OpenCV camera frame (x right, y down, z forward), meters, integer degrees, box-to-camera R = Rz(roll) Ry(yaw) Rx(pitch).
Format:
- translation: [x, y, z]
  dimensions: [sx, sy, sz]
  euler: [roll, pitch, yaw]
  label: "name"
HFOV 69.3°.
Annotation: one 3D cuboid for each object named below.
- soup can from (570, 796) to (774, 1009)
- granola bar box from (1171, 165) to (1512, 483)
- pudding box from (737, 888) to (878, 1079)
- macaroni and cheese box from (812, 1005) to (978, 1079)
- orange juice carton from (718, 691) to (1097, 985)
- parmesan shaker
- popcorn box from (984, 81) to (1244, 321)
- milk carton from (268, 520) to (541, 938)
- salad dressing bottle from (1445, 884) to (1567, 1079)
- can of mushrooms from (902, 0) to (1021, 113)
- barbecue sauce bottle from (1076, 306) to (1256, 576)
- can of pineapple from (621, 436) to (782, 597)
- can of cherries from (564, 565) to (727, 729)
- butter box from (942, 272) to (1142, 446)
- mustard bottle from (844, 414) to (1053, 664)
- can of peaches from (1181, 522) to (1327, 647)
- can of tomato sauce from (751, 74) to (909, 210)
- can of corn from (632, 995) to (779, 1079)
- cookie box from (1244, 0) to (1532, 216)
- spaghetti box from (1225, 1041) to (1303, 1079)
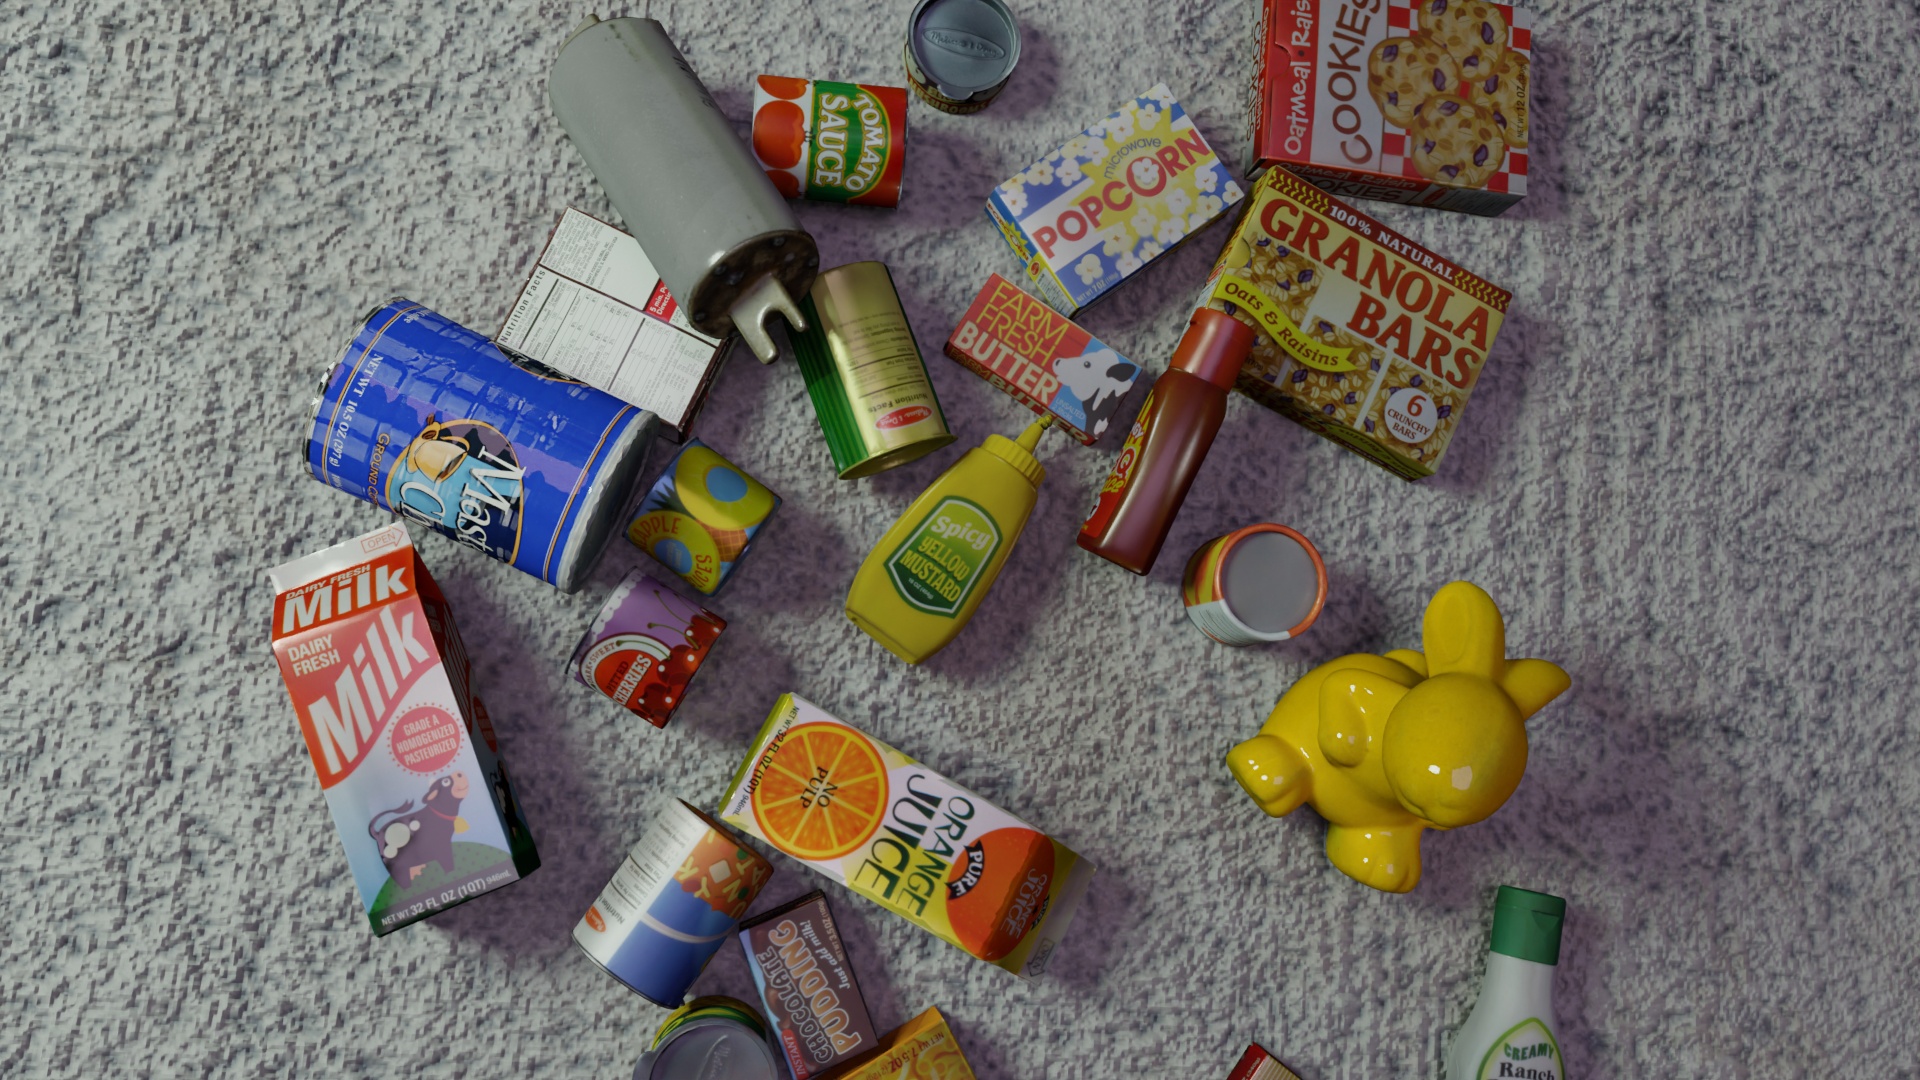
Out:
- translation: [-0.143, 0.185, 0.707]
  dimensions: [0.071, 0.071, 0.084]
  euler: [37, 78, -3]
  label: "soup can"
- translation: [0.226, -0.127, 0.821]
  dimensions: [0.165, 0.039, 0.124]
  euler: [27, 79, -4]
  label: "granola bar box"
- translation: [-0.080, 0.232, 0.727]
  dimensions: [0.050, 0.030, 0.083]
  euler: [-20, 86, -10]
  label: "pudding box"
- translation: [-0.024, 0.348, 0.715]
  dimensions: [0.124, 0.040, 0.166]
  euler: [-28, 87, -12]
  label: "macaroni and cheese box"
- translation: [-0.025, 0.156, 0.725]
  dimensions: [0.193, 0.073, 0.072]
  euler: [30, 79, -5]
  label: "orange juice carton"
- translation: [-0.050, -0.093, 0.760]
  dimensions: [0.071, 0.071, 0.103]
  euler: [-19, 85, -11]
  label: "parmesan shaker"
- translation: [0.089, -0.196, 0.809]
  dimensions: [0.127, 0.038, 0.085]
  euler: [-35, 88, -12]
  label: "popcorn box"
- translation: [-0.280, 0.090, 0.693]
  dimensions: [0.072, 0.073, 0.190]
  euler: [-21, 86, -11]
  label: "milk carton"
- translation: [0.310, 0.270, 0.777]
  dimensions: [0.064, 0.044, 0.148]
  euler: [12, 80, -6]
  label: "salad dressing bottle"
- translation: [-0.001, -0.283, 0.809]
  dimensions: [0.071, 0.033, 0.071]
  euler: [1, 82, -10]
  label: "can of mushrooms"
- translation: [0.115, -0.055, 0.767]
  dimensions: [0.044, 0.065, 0.148]
  euler: [26, 92, -5]
  label: "barbecue sauce bottle"
- translation: [-0.136, -0.011, 0.732]
  dimensions: [0.058, 0.071, 0.071]
  euler: [35, 79, -3]
  label: "can of pineapple"
- translation: [-0.162, 0.057, 0.718]
  dimensions: [0.058, 0.071, 0.071]
  euler: [32, 79, -5]
  label: "can of cherries"
- translation: [0.047, -0.104, 0.797]
  dimensions: [0.103, 0.024, 0.053]
  euler: [32, 78, -4]
  label: "butter box"
- translation: [0.003, -0.010, 0.764]
  dimensions: [0.065, 0.048, 0.160]
  euler: [37, 79, -4]
  label: "mustard bottle"
- translation: [0.165, 0.023, 0.781]
  dimensions: [0.071, 0.058, 0.071]
  euler: [1, 83, -9]
  label: "can of peaches"
- translation: [-0.073, -0.221, 0.770]
  dimensions: [0.083, 0.071, 0.071]
  euler: [3, 82, -8]
  label: "can of tomato sauce"
- translation: [-0.128, 0.268, 0.700]
  dimensions: [0.071, 0.058, 0.071]
  euler: [1, 83, -9]
  label: "can of corn"
- translation: [0.261, -0.272, 0.846]
  dimensions: [0.167, 0.040, 0.123]
  euler: [6, 81, -8]
  label: "cookie box"
- translation: [0.109, 0.388, 0.737]
  dimensions: [0.050, 0.028, 0.250]
  euler: [38, 78, -2]
  label: "spaghetti box"
